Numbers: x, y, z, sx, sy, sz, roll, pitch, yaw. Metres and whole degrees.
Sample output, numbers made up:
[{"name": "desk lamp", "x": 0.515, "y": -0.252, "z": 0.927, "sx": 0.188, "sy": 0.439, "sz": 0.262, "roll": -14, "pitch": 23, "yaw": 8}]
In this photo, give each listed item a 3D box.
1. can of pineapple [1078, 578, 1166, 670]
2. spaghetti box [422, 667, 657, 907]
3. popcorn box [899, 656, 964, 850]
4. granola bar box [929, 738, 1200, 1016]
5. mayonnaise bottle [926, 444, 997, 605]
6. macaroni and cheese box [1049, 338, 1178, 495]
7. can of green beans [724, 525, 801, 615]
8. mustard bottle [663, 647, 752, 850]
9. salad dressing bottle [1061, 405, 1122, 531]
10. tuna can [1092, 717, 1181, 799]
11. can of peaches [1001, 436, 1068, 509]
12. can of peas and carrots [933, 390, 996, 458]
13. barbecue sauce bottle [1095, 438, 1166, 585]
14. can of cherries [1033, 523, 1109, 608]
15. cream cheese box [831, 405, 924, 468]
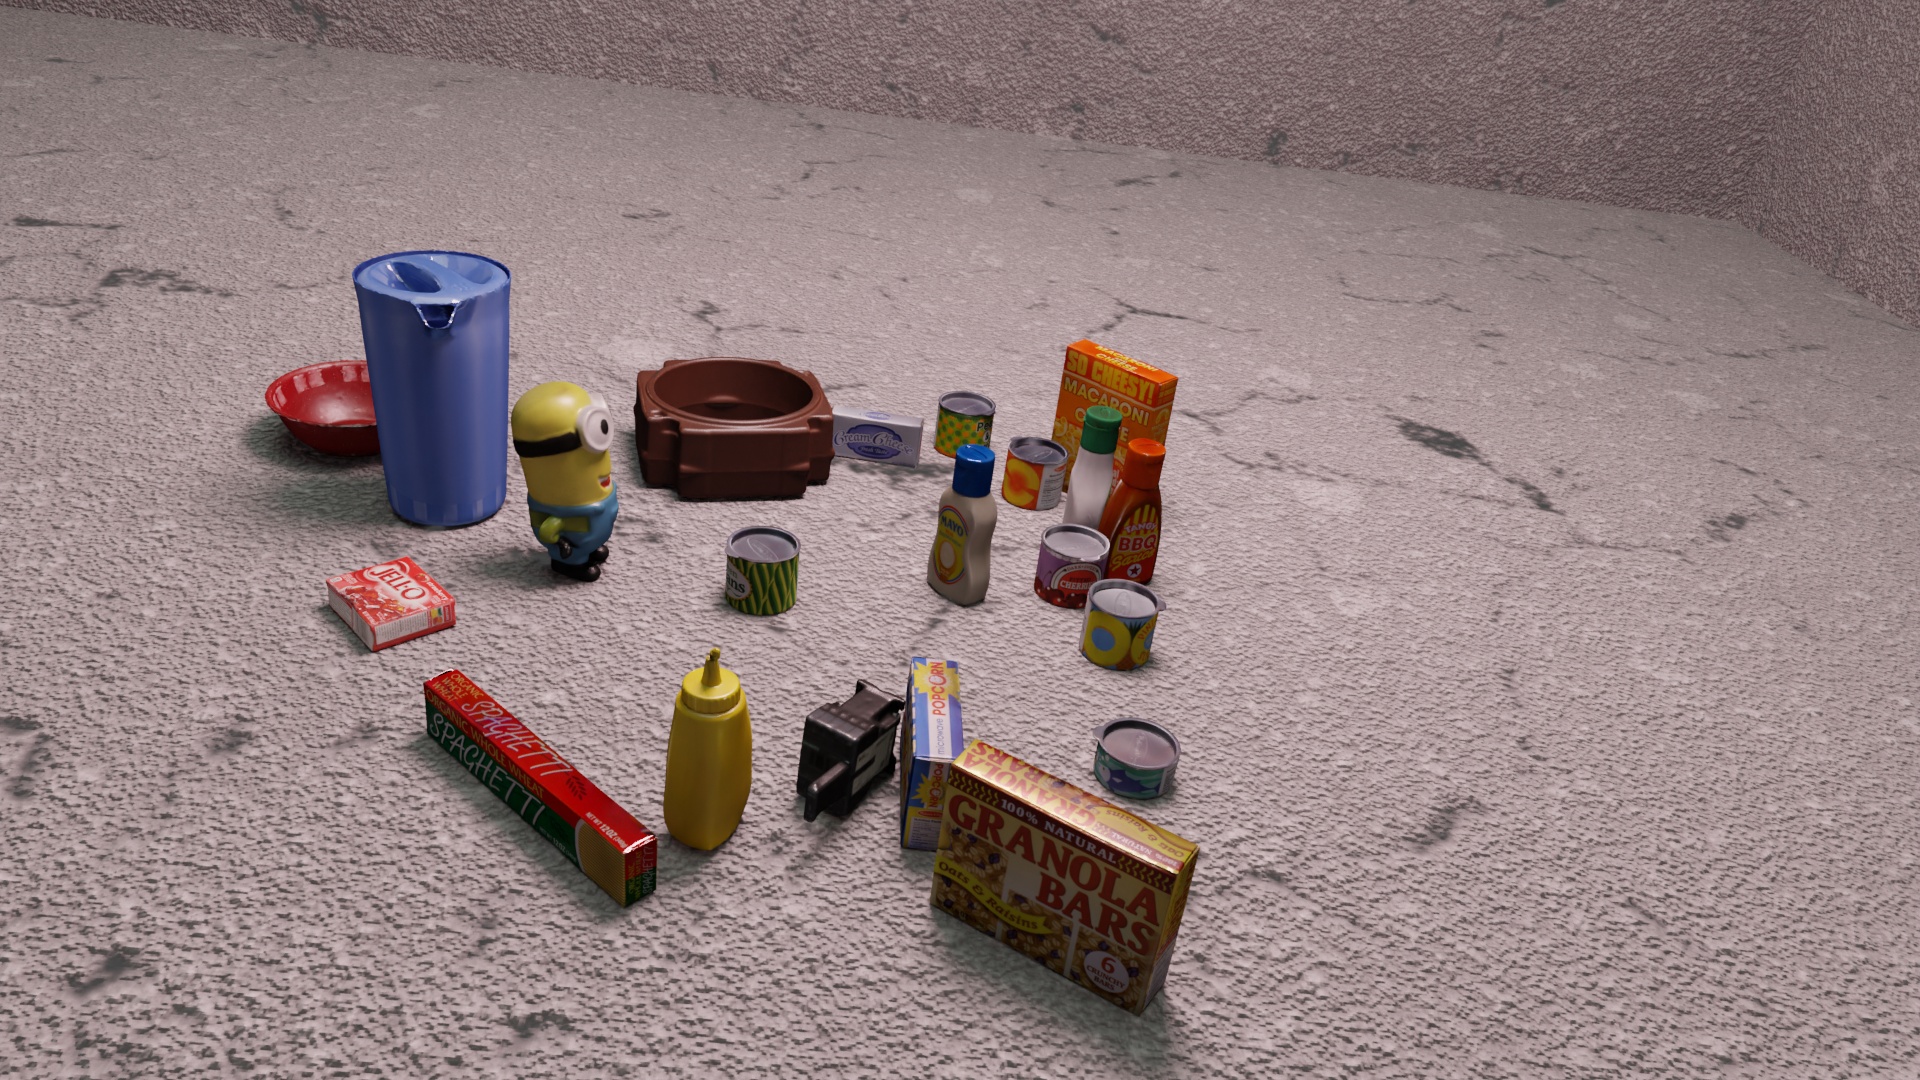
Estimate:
[{"name": "can of pineapple", "x": 0.145, "y": 0.076, "z": 1.254, "sx": 0.071, "sy": 0.057, "sz": 0.071, "roll": 6, "pitch": 29, "yaw": -3}, {"name": "spaghetti box", "x": -0.303, "y": 0.169, "z": 0.984, "sx": 0.250, "sy": 0.050, "sz": 0.029, "roll": 29, "pitch": 35, "yaw": 32}, {"name": "popcorn box", "x": -0.023, "y": 0.157, "z": 1.039, "sx": 0.038, "sy": 0.084, "sz": 0.127, "roll": 5, "pitch": 29, "yaw": -5}, {"name": "granola bar box", "x": 0.063, "y": 0.220, "z": 0.910, "sx": 0.166, "sy": 0.123, "sz": 0.039, "roll": 22, "pitch": 32, "yaw": 24}, {"name": "mayonnaise bottle", "x": 0.005, "y": -0.016, "z": 1.292, "sx": 0.041, "sy": 0.147, "sz": 0.065, "roll": -18, "pitch": 38, "yaw": -39}, {"name": "macaroni and cheese box", "x": 0.160, "y": -0.118, "z": 1.494, "sx": 0.124, "sy": 0.165, "sz": 0.040, "roll": 28, "pitch": 34, "yaw": 32}, {"name": "can of green beans", "x": -0.180, "y": 0.027, "z": 1.261, "sx": 0.071, "sy": 0.057, "sz": 0.071, "roll": 6, "pitch": 29, "yaw": -3}, {"name": "mustard bottle", "x": -0.173, "y": 0.137, "z": 0.961, "sx": 0.049, "sy": 0.159, "sz": 0.065, "roll": 16, "pitch": 30, "yaw": 15}, {"name": "salad dressing bottle", "x": 0.133, "y": -0.063, "z": 1.408, "sx": 0.044, "sy": 0.147, "sz": 0.064, "roll": 8, "pitch": 29, "yaw": 1}, {"name": "tuna can", "x": 0.137, "y": 0.173, "z": 1.106, "sx": 0.071, "sy": 0.032, "sz": 0.071, "roll": 6, "pitch": 29, "yaw": -3}, {"name": "can of peaches", "x": 0.079, "y": -0.074, "z": 1.506, "sx": 0.071, "sy": 0.057, "sz": 0.071, "roll": 6, "pitch": 29, "yaw": -3}, {"name": "can of peas and carrots", "x": 0.006, "y": -0.131, "z": 1.590, "sx": 0.071, "sy": 0.058, "sz": 0.071, "roll": 6, "pitch": 29, "yaw": -3}, {"name": "barbecue sauce bottle", "x": 0.168, "y": -0.026, "z": 1.349, "sx": 0.065, "sy": 0.147, "sz": 0.044, "roll": -6, "pitch": 31, "yaw": -23}, {"name": "can of cherries", "x": 0.107, "y": 0.026, "z": 1.335, "sx": 0.071, "sy": 0.058, "sz": 0.072, "roll": 6, "pitch": 29, "yaw": -3}, {"name": "cream cheese box", "x": -0.095, "y": -0.115, "z": 1.542, "sx": 0.104, "sy": 0.053, "sz": 0.024, "roll": 9, "pitch": 29, "yaw": 2}]
